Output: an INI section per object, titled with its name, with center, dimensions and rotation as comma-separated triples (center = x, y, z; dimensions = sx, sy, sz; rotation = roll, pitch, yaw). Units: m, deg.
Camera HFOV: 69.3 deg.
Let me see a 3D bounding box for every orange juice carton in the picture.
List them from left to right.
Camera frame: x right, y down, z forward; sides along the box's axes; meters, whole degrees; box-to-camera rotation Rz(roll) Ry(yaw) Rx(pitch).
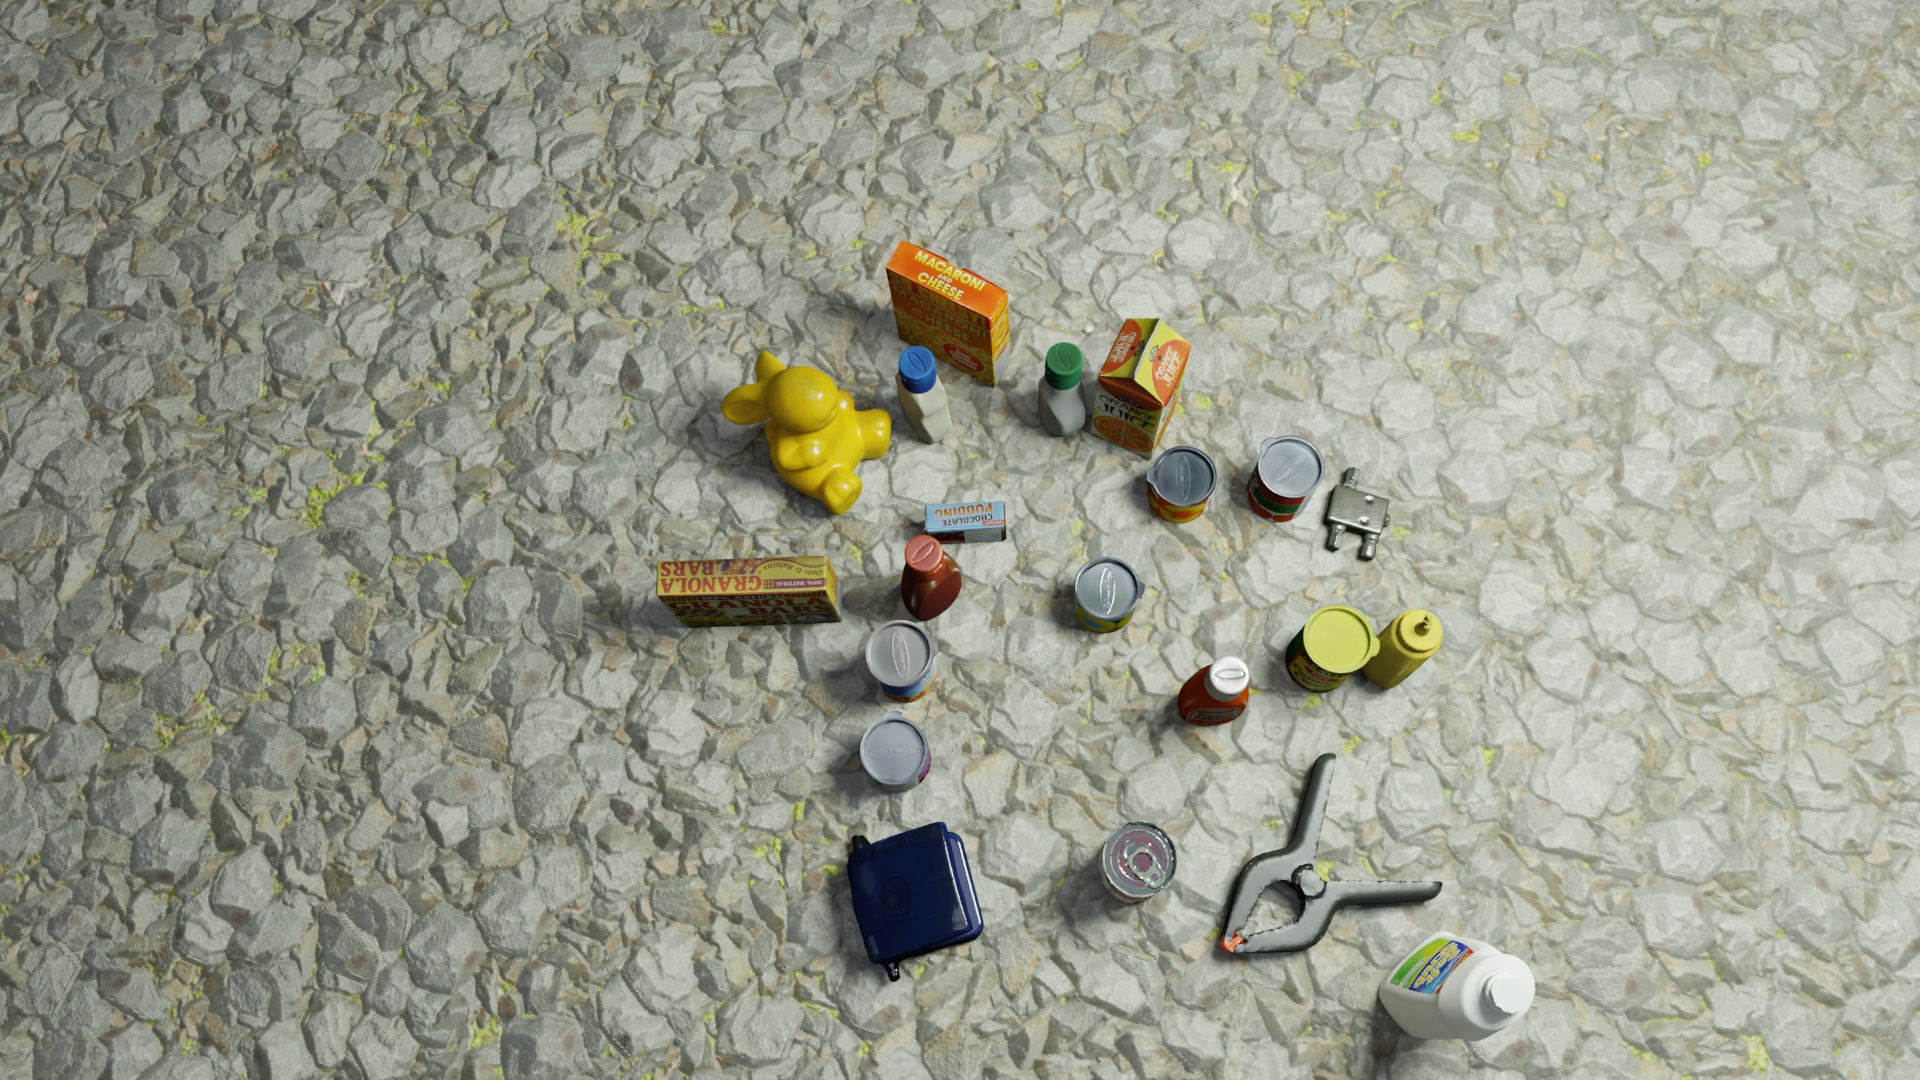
[orange juice carton]
center = 0.182, -0.158, 1.400
dimensions = 0.073, 0.192, 0.072
rotation = 25, 75, 10

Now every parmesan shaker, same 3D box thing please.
[parmesan shaker]
center = 0.360, 0.108, 1.351
dimensions = 0.071, 0.102, 0.071
rotation = -1, 72, 2

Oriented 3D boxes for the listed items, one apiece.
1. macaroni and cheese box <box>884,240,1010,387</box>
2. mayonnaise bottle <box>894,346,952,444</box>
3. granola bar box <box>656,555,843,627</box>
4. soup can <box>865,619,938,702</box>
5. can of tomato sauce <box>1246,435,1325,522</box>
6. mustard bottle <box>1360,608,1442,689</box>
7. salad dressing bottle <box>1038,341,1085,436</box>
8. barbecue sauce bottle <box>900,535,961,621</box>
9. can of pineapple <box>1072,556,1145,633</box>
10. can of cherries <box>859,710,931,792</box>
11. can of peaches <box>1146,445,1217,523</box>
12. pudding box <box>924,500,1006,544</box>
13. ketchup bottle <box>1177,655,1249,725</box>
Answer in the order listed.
[macaroni and cheese box]
center = -0.010, -0.235, 1.447
dimensions = 0.124, 0.166, 0.040
rotation = 28, 76, 11
[mayonnaise bottle]
center = -0.039, -0.152, 1.431
dimensions = 0.041, 0.147, 0.065
rotation = -36, 74, -9
[granola bar box]
center = -0.206, 0.053, 1.382
dimensions = 0.166, 0.124, 0.039
rotation = -2, 72, 2
[soup can]
center = -0.054, 0.120, 1.375
dimensions = 0.071, 0.083, 0.071
rotation = -1, 72, 2
[can of tomato sauce]
center = 0.329, -0.063, 1.419
dimensions = 0.071, 0.083, 0.071
rotation = -1, 72, 2
[mustard bottle]
center = 0.424, 0.098, 1.321
dimensions = 0.049, 0.159, 0.065
rotation = 42, 79, 14
[salad dressing bottle]
center = 0.105, -0.155, 1.426
dimensions = 0.044, 0.147, 0.064
rotation = -24, 73, -5
[barbecue sauce bottle]
center = -0.031, 0.034, 1.368
dimensions = 0.065, 0.148, 0.044
rotation = -42, 75, -10
[can of pineapple]
center = 0.148, 0.056, 1.401
dimensions = 0.071, 0.057, 0.071
rotation = -1, 72, 2
[can of cherries]
center = -0.062, 0.207, 1.359
dimensions = 0.071, 0.058, 0.071
rotation = -1, 72, 2
[can of peaches]
center = 0.226, -0.057, 1.435
dimensions = 0.071, 0.058, 0.071
rotation = -1, 72, 2
[pudding box]
center = 0.005, -0.018, 1.436
dimensions = 0.084, 0.049, 0.030
rotation = -3, 72, 1
[ketchup bottle]
center = 0.245, 0.142, 1.320
dimensions = 0.065, 0.148, 0.043
rotation = -2, 72, 2
